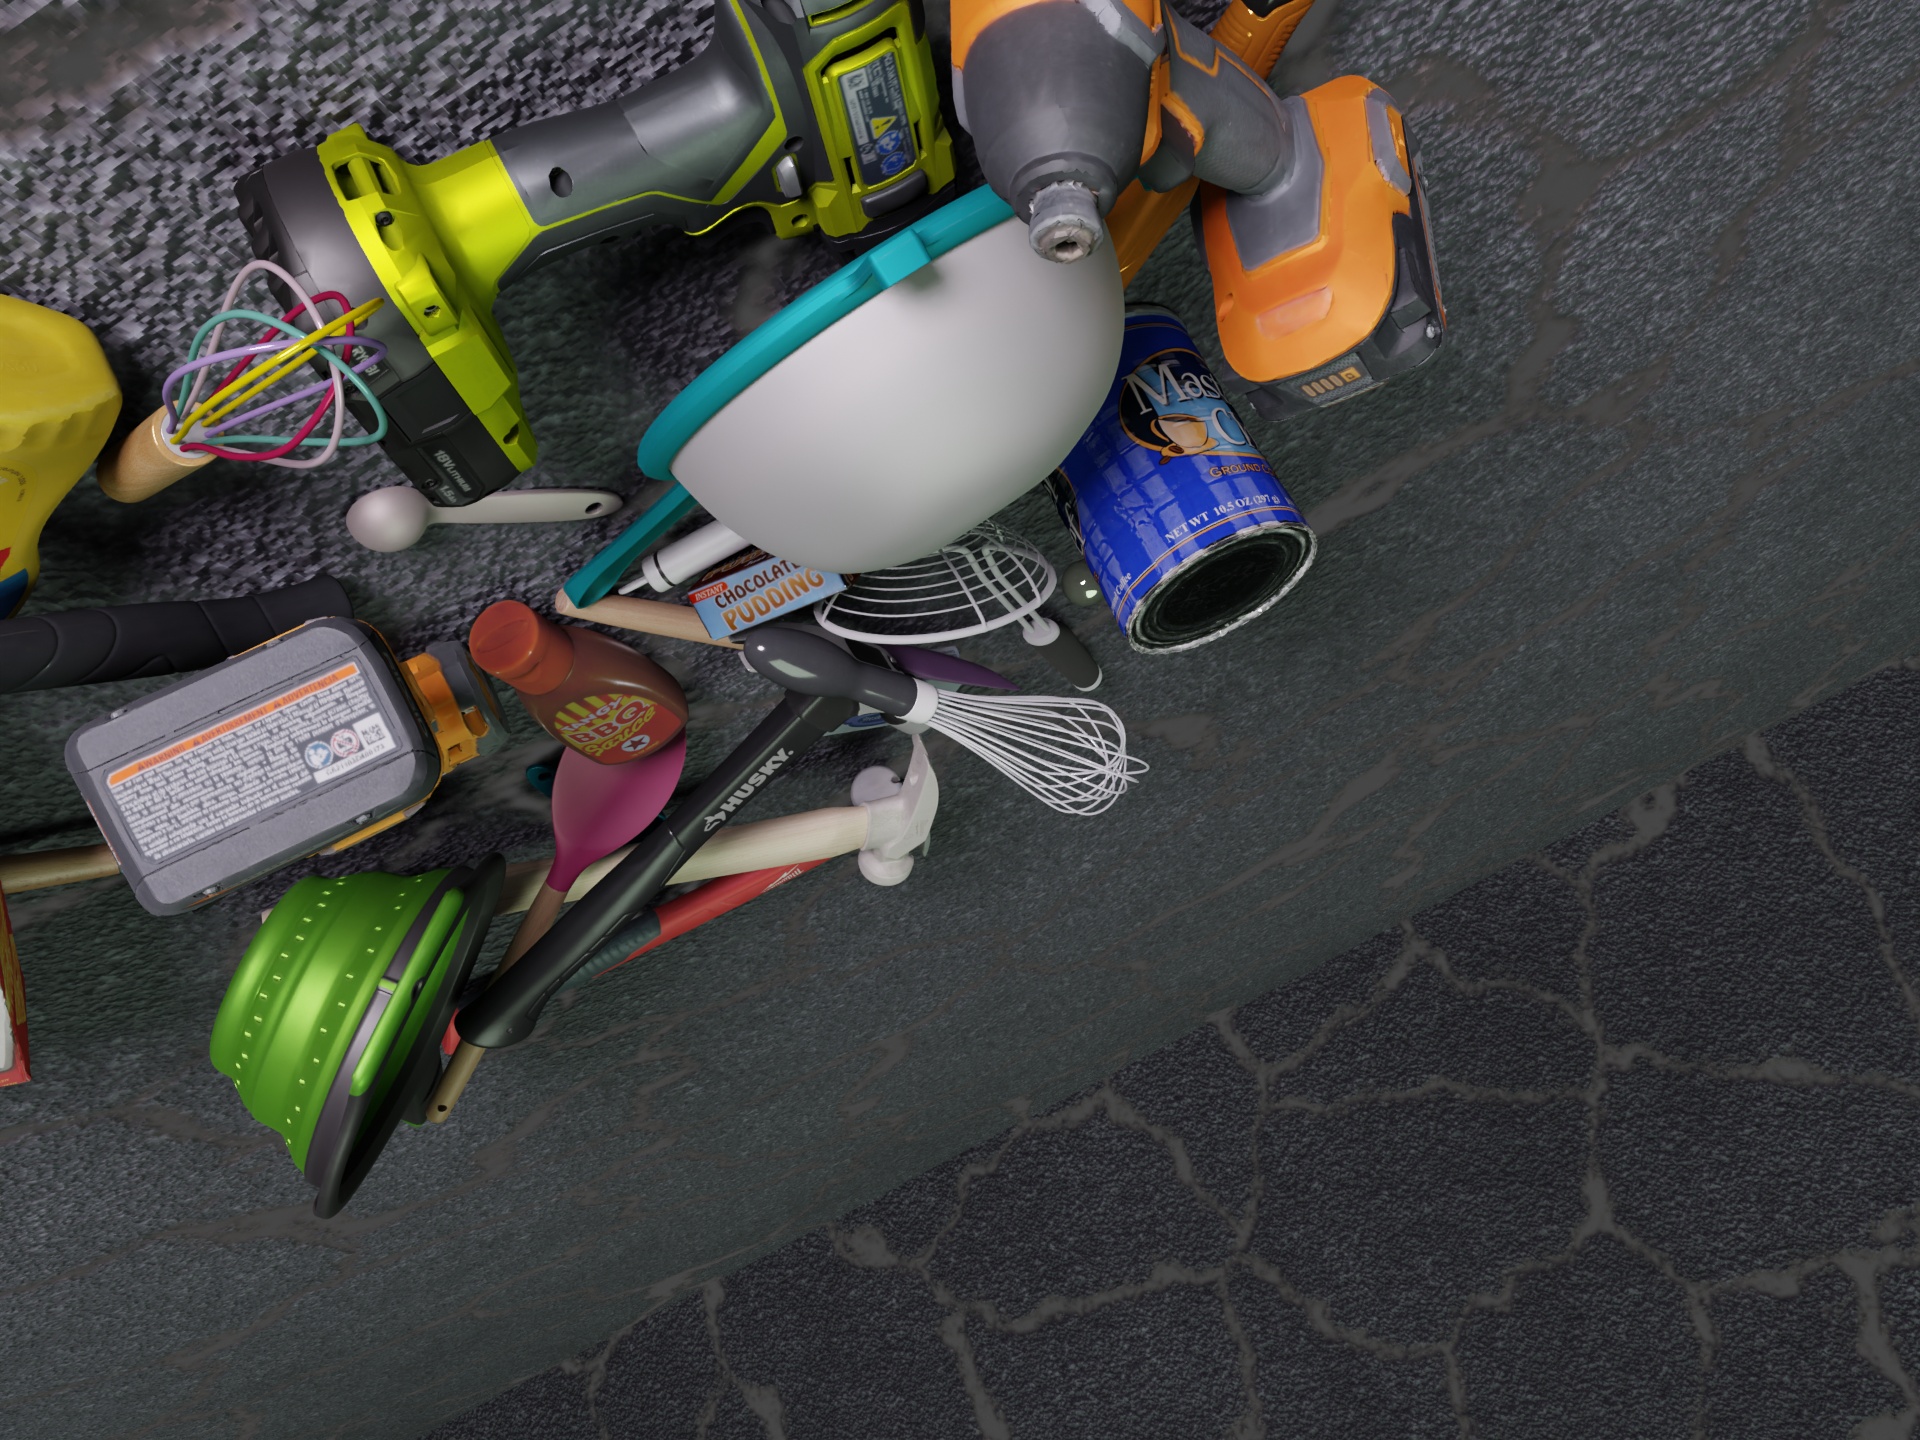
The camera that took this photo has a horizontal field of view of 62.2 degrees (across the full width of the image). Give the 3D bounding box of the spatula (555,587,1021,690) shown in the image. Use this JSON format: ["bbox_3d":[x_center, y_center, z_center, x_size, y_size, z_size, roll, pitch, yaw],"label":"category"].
[{"bbox_3d":[-0.086,-0.043,0.886,0.315,0.060,0.018,8,108,-46],"label":"spatula"}]

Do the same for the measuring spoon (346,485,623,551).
[{"bbox_3d":[-0.203,-0.088,0.695,0.124,0.018,0.034,-10,152,-36],"label":"measuring spoon"}]

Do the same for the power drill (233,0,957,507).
[{"bbox_3d":[-0.109,-0.170,0.548,0.223,0.080,0.171,-28,158,-4],"label":"power drill"}]

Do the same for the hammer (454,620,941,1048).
[{"bbox_3d":[-0.169,0.072,0.892,0.334,0.035,0.146,-43,145,14],"label":"hammer"}]

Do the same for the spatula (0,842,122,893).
[{"bbox_3d":[-0.436,0.062,0.767,0.317,0.044,0.082,-9,152,-26],"label":"spatula"}]

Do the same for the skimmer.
[{"bbox_3d":[0.028,-0.042,0.946,0.127,0.090,0.363,1,168,19],"label":"skimmer"}]

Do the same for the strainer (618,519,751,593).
[{"bbox_3d":[-0.057,-0.119,0.755,0.258,0.050,0.087,-26,-159,13],"label":"strainer"}]

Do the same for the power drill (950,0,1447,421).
[{"bbox_3d":[0.081,-0.188,0.540,0.084,0.164,0.226,-18,153,37],"label":"power drill"}]

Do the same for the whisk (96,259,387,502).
[{"bbox_3d":[-0.229,-0.093,0.491,0.051,0.047,0.245,30,161,-34],"label":"whisk"}]

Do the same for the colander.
[{"bbox_3d":[-0.349,0.178,0.914,0.094,0.205,0.397,24,154,-6],"label":"colander"}]

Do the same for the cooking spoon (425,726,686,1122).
[{"bbox_3d":[-0.250,0.117,0.944,0.068,0.017,0.319,21,110,-28],"label":"cooking spoon"}]

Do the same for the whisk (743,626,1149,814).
[{"bbox_3d":[-0.002,-0.003,0.859,0.284,0.070,0.070,19,132,-41],"label":"whisk"}]

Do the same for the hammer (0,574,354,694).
[{"bbox_3d":[-0.348,-0.012,0.513,0.149,0.036,0.409,-39,174,21],"label":"hammer"}]

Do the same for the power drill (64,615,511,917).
[{"bbox_3d":[-0.295,0.025,0.676,0.185,0.084,0.226,-26,-175,-8],"label":"power drill"}]

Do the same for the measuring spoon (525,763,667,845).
[{"bbox_3d":[-0.224,0.045,0.969,0.042,0.021,0.128,-28,148,11],"label":"measuring spoon"}]

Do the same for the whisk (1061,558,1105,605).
[{"bbox_3d":[0.123,-0.096,0.909,0.246,0.058,0.059,-23,129,-54],"label":"whisk"}]

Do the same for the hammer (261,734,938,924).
[{"bbox_3d":[-0.212,0.087,0.986,0.410,0.038,0.146,-10,147,-20],"label":"hammer"}]

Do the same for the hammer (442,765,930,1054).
[{"bbox_3d":[-0.204,0.148,1.176,0.386,0.038,0.143,-26,159,0],"label":"hammer"}]

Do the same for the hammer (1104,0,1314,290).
[{"bbox_3d":[0.120,-0.270,0.625,0.127,0.034,0.336,-7,151,-35],"label":"hammer"}]

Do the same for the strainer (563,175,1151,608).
[{"bbox_3d":[-0.054,-0.096,0.662,0.340,0.095,0.211,-30,-174,41],"label":"strainer"}]
